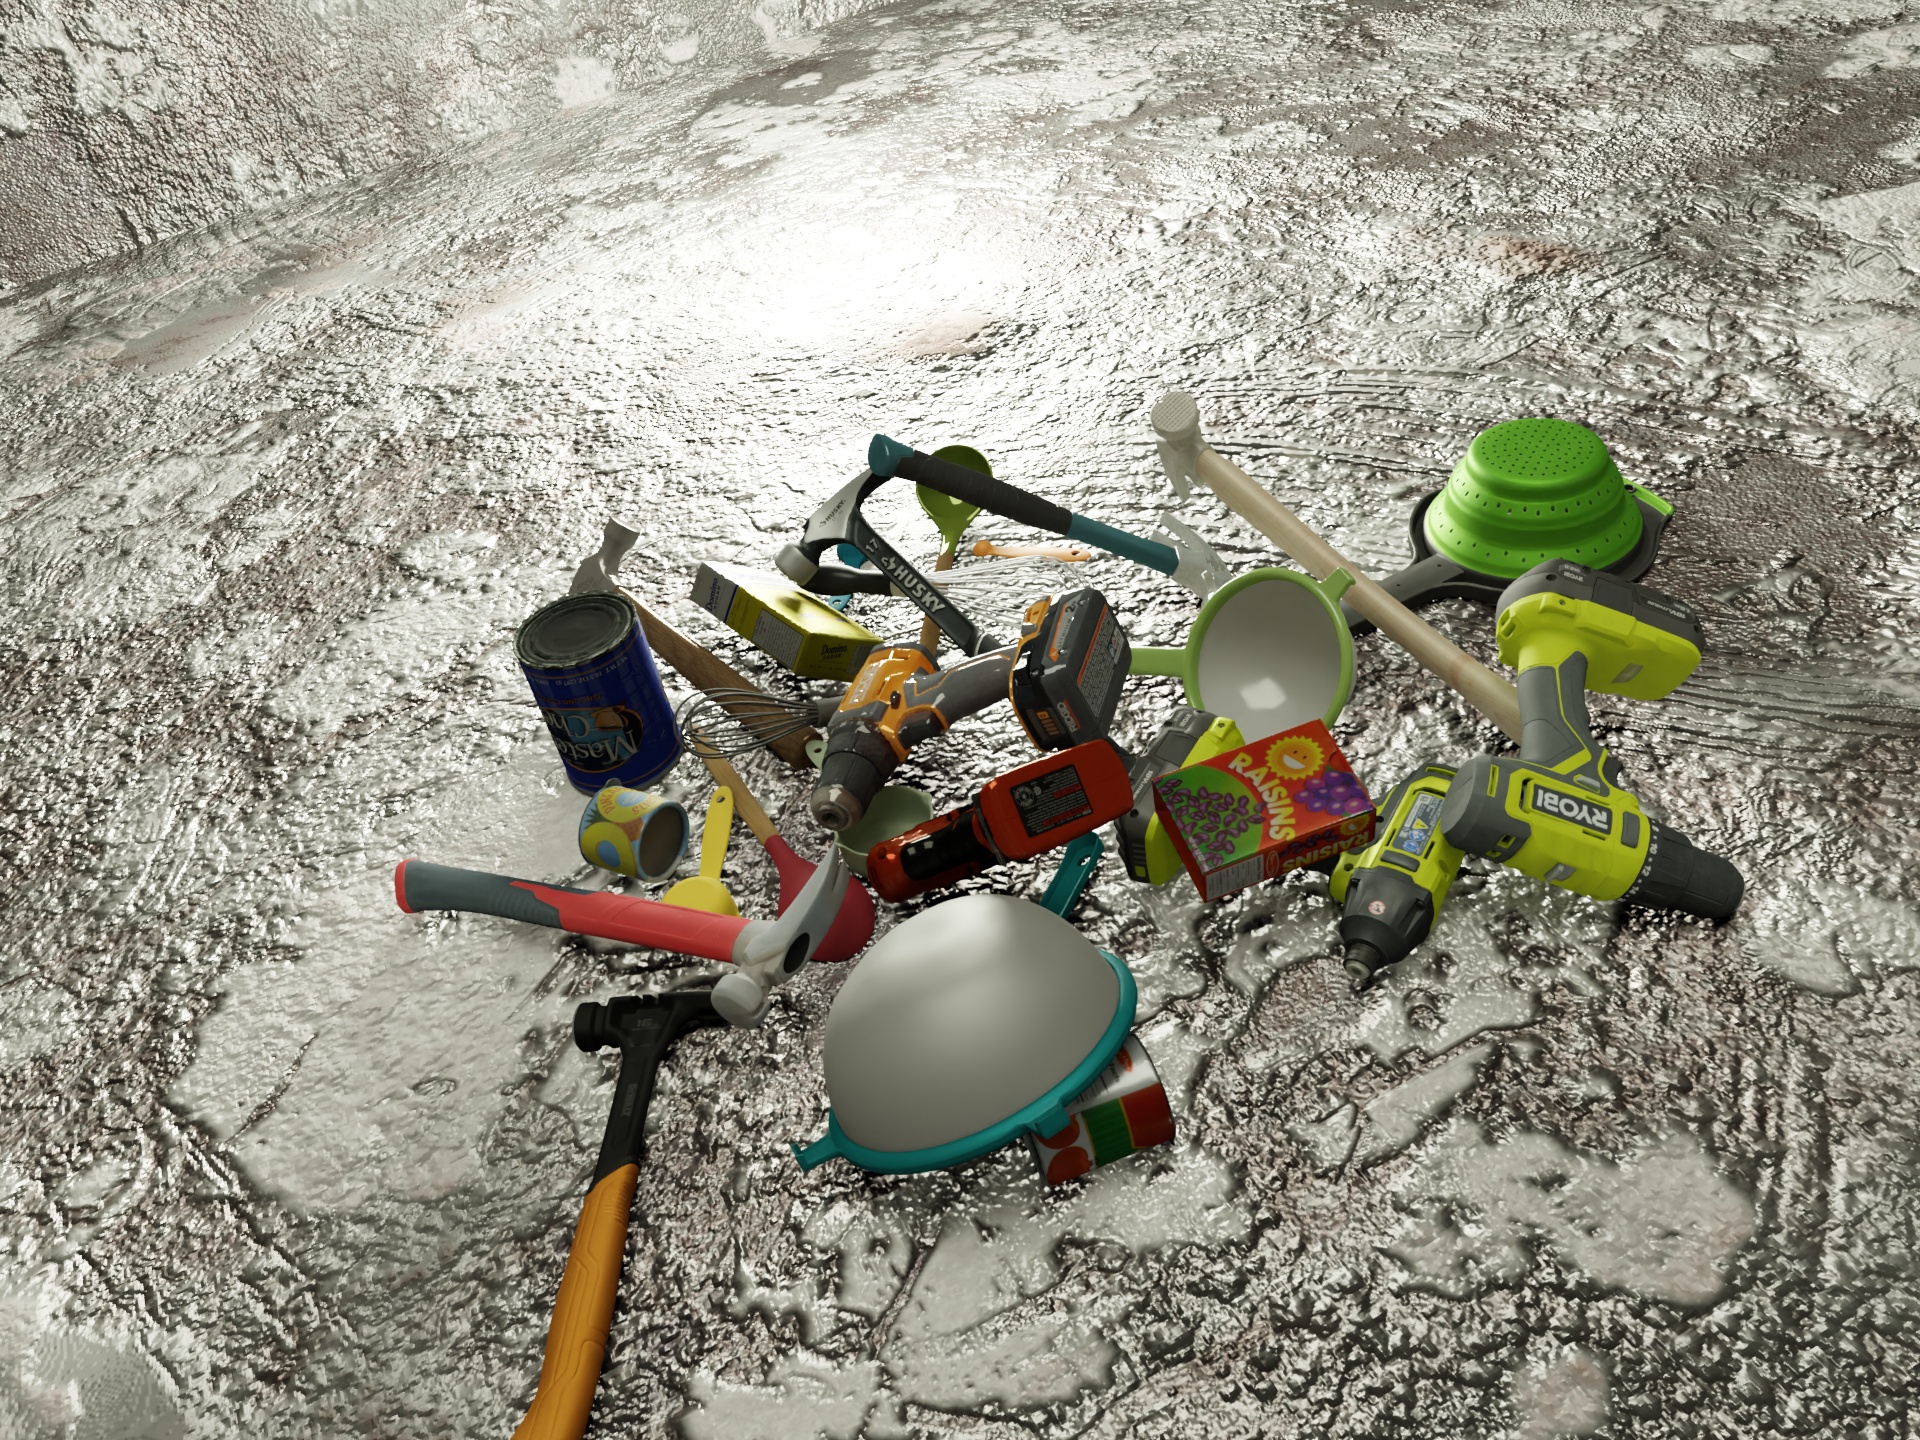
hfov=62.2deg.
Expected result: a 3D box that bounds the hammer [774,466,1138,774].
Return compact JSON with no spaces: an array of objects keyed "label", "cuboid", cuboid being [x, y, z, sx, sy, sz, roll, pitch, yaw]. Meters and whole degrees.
[{"label":"hammer","cuboid":[0.011,-0.071,1.294,0.149,0.036,0.409,-48,59,4]}]

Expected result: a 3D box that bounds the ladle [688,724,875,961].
[{"label":"ladle","cuboid":[-0.154,0.082,1.240,0.069,0.031,0.316,-29,40,-14]}]

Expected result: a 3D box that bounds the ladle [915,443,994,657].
[{"label":"ladle","cuboid":[-0.019,-0.143,1.453,0.078,0.062,0.320,-4,42,13]}]

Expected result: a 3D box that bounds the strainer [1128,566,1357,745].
[{"label":"strainer","cuboid":[0.213,-0.042,1.259,0.069,0.151,0.256,5,1,-43]}]

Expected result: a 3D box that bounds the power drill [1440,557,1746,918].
[{"label":"power drill","cuboid":[0.432,0.017,1.066,0.190,0.080,0.229,19,58,0]}]

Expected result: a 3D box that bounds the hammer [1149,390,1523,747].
[{"label":"hammer","cuboid":[0.306,-0.100,1.235,0.038,0.146,0.411,-44,66,-2]}]

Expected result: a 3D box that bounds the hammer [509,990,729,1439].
[{"label":"hammer","cuboid":[-0.210,0.304,0.978,0.127,0.034,0.337,-7,39,9]}]

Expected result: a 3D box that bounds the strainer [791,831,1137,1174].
[{"label":"strainer","cuboid":[0.018,0.140,1.024,0.211,0.095,0.340,-17,21,32]}]

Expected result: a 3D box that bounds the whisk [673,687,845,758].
[{"label":"whisk","cuboid":[-0.116,-0.008,1.273,0.239,0.055,0.055,-8,33,-32]}]

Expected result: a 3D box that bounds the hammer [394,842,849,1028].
[{"label":"hammer","cuboid":[-0.264,0.129,1.162,0.386,0.038,0.143,5,44,32]}]

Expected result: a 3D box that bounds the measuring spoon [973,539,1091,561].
[{"label":"measuring spoon","cuboid":[0.066,-0.159,1.482,0.117,0.011,0.021,6,42,22]}]

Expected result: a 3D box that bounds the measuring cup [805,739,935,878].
[{"label":"measuring cup","cuboid":[-0.077,0.067,1.228,0.083,0.038,0.168,-27,39,-18]}]

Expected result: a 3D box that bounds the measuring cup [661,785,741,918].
[{"label":"measuring cup","cuboid":[-0.193,0.104,1.204,0.062,0.029,0.157,-7,48,11]}]

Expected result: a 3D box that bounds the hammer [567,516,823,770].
[{"label":"hammer","cuboid":[-0.236,-0.051,1.382,0.332,0.031,0.130,36,100,33]}]

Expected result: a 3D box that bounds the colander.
[{"label":"colander","cuboid":[0.412,-0.157,1.320,0.397,0.094,0.205,-25,40,-15]}]

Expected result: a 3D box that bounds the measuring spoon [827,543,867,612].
[{"label":"measuring spoon","cuboid":[-0.108,-0.145,1.503,0.042,0.021,0.129,-2,39,13]}]

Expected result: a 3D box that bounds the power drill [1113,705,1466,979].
[{"label":"power drill","cuboid":[0.226,0.081,1.098,0.223,0.080,0.171,18,52,28]}]

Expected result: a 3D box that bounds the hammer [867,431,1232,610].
[{"label":"hammer","cuboid":[0.078,-0.171,1.347,0.331,0.033,0.128,19,32,-13]}]

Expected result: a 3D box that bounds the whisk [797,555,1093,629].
[{"label":"whisk","cuboid":[-0.021,-0.115,1.375,0.285,0.070,0.070,6,42,25]}]

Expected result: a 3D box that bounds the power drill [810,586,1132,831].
[{"label":"power drill","cuboid":[-0.002,-0.004,1.168,0.226,0.084,0.185,-13,34,30]}]
